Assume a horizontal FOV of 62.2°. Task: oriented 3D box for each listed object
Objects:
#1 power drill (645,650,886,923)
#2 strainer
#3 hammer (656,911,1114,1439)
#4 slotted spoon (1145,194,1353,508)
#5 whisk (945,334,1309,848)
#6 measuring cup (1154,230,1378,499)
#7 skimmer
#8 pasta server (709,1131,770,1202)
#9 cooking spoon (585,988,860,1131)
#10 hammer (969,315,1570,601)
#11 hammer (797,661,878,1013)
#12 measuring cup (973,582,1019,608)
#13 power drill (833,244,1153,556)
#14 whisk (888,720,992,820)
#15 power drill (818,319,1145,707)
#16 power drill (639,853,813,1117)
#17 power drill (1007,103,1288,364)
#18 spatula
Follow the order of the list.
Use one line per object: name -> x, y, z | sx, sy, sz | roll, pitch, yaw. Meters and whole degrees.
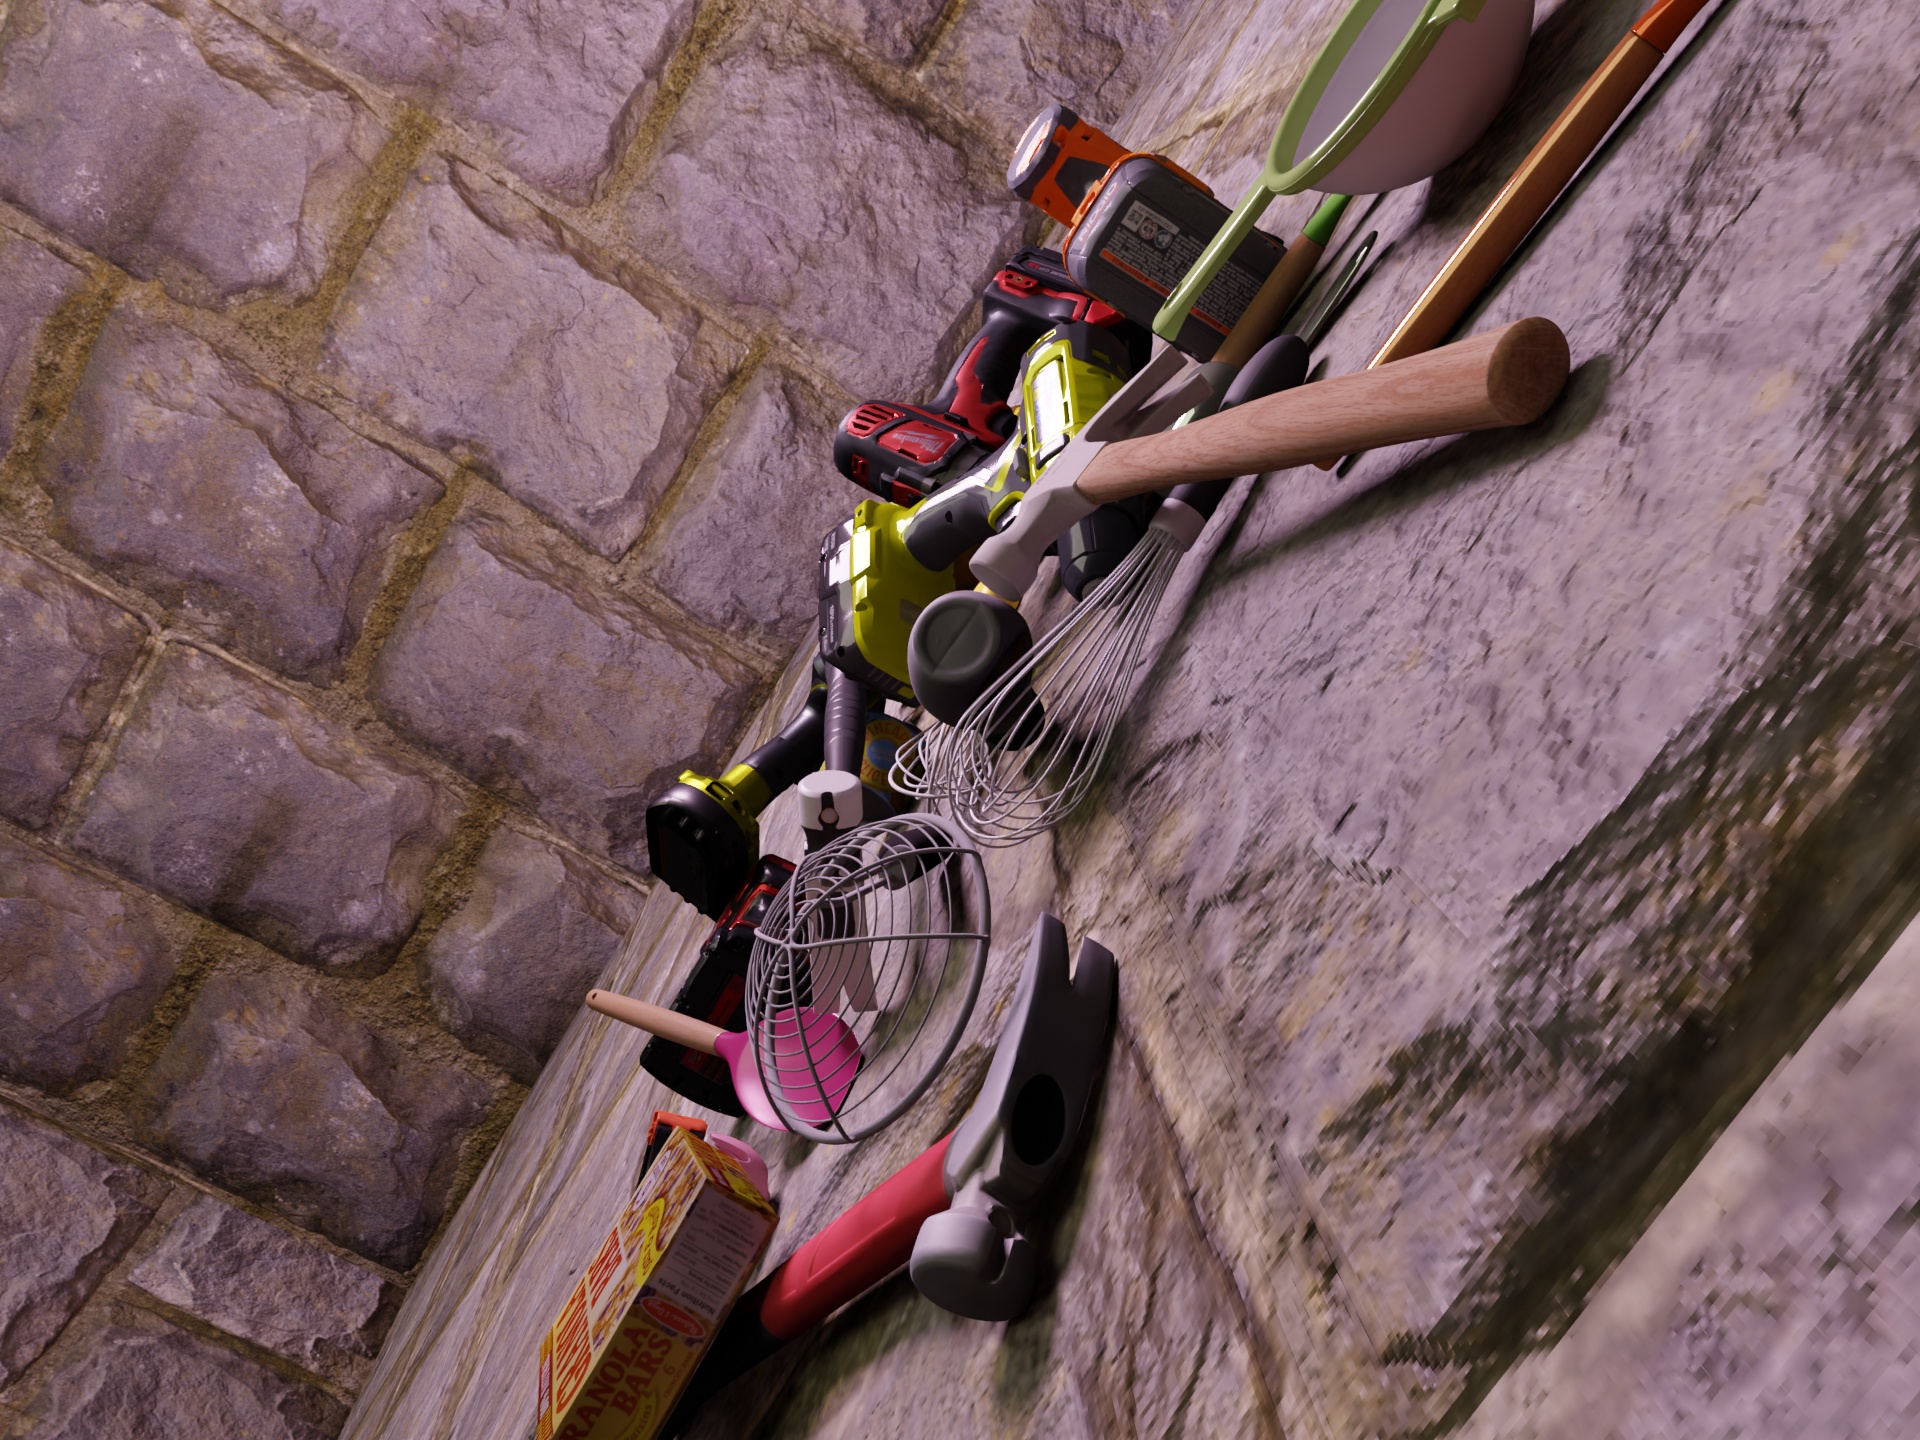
power drill -> -0.144, 0.051, 1.274 | 0.223, 0.080, 0.171 | -45, -19, -31
strainer -> 0.183, -0.260, 0.749 | 0.256, 0.069, 0.152 | -50, 16, 47
hammer -> -0.059, 0.218, 0.649 | 0.386, 0.038, 0.143 | -49, 13, 45
slotted spoon -> 0.174, -0.234, 0.848 | 0.313, 0.031, 0.070 | -56, 10, 28
whisk -> 0.083, -0.063, 0.733 | 0.284, 0.070, 0.070 | -56, 9, -9
measuring cup -> 0.144, -0.179, 0.792 | 0.167, 0.038, 0.083 | -56, 10, 32
skimmer -> -0.017, 0.090, 0.719 | 0.127, 0.090, 0.363 | -58, -7, 5
pasta server -> -0.161, 0.288, 0.946 | 0.316, 0.040, 0.060 | 138, 142, -63
cooking spoon -> -0.152, 0.189, 0.949 | 0.319, 0.017, 0.069 | 1, 60, 53
hammer -> 0.111, -0.112, 0.629 | 0.130, 0.031, 0.331 | -53, 19, -13
hammer -> -0.070, 0.038, 0.952 | 0.335, 0.035, 0.146 | -97, 5, -67
measuring cup -> 0.005, -0.075, 1.193 | 0.062, 0.029, 0.156 | -62, 13, -12
power drill -> 0.047, -0.212, 1.088 | 0.227, 0.188, 0.080 | -50, -27, -26
whisk -> -0.002, -0.003, 0.986 | 0.246, 0.059, 0.057 | -73, -18, -68
power drill -> 0.017, -0.104, 0.931 | 0.228, 0.080, 0.191 | -34, 43, 35
power drill -> -0.157, 0.185, 1.125 | 0.143, 0.078, 0.220 | -58, 7, 6
power drill -> 0.122, -0.293, 0.968 | 0.084, 0.164, 0.227 | -56, 23, 21
spatula -> 0.216, -0.221, 0.558 | 0.322, 0.041, 0.081 | -55, 12, 31
